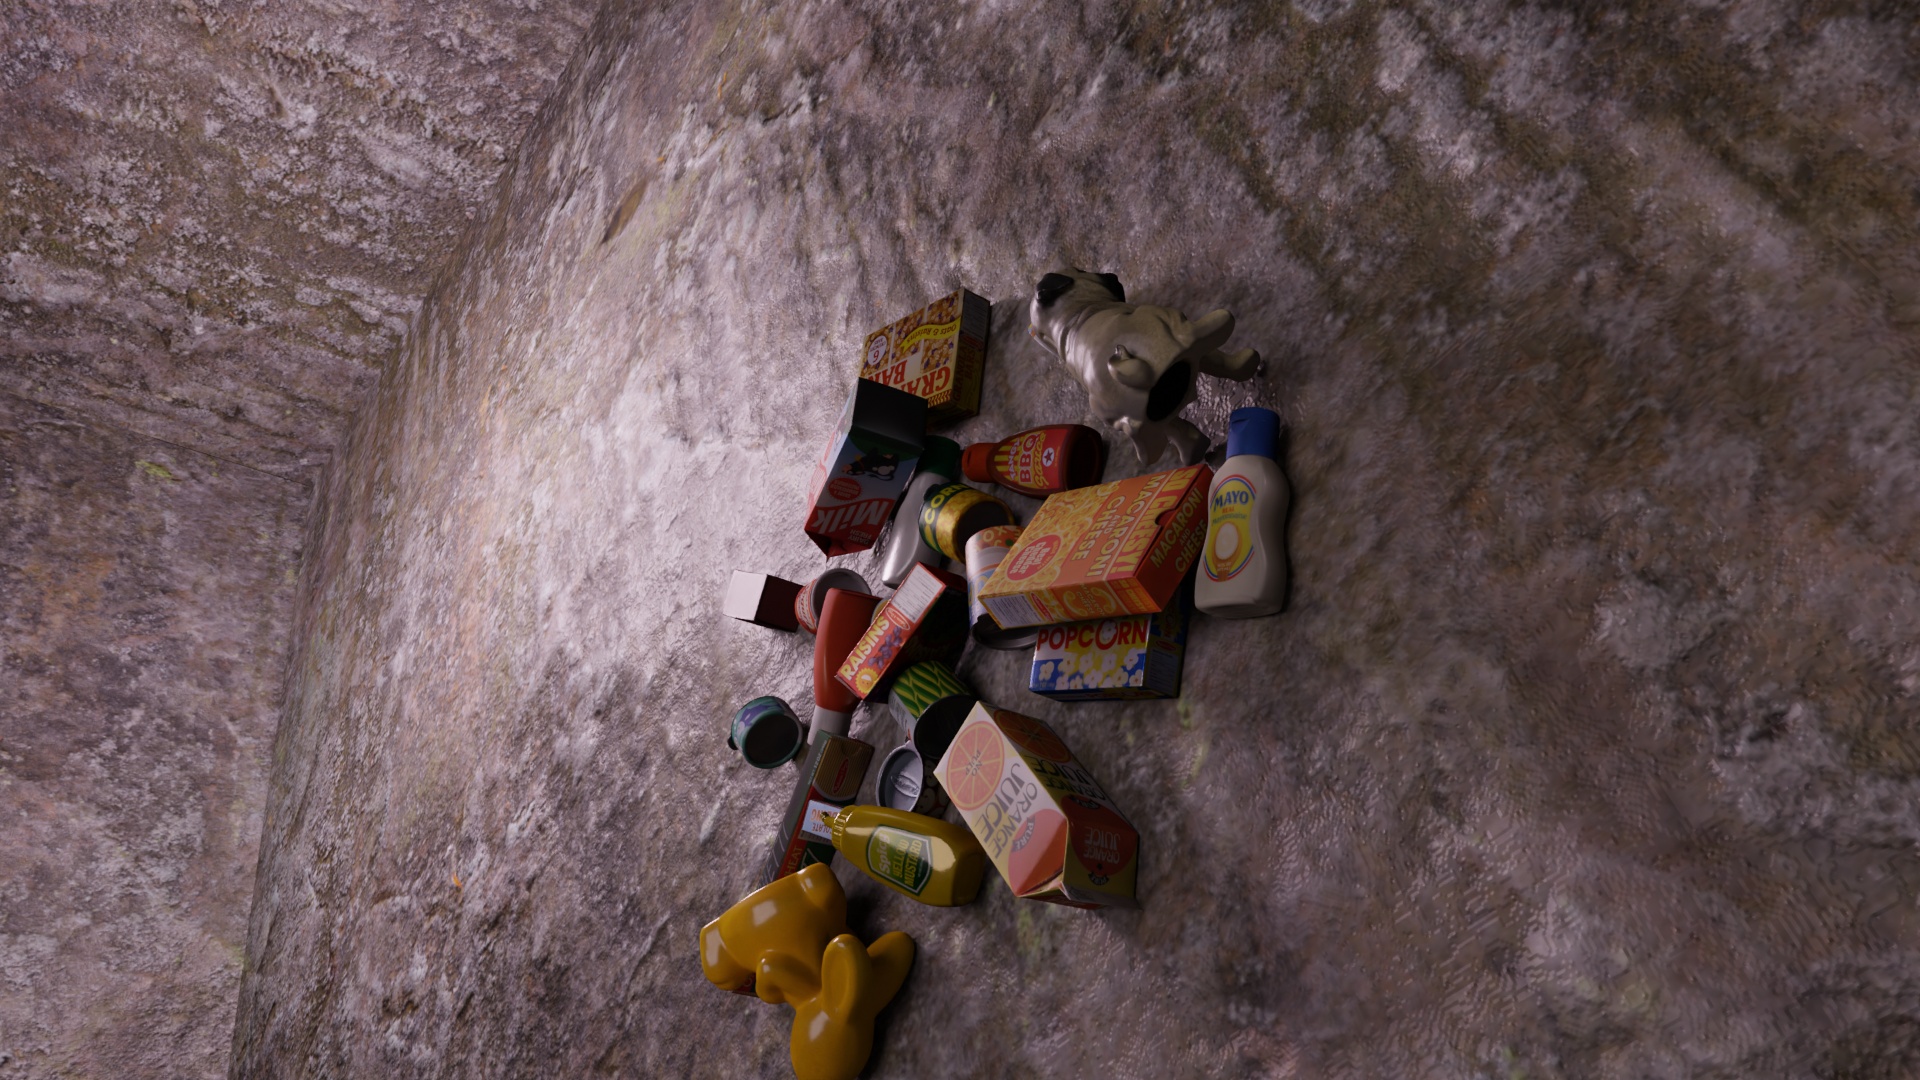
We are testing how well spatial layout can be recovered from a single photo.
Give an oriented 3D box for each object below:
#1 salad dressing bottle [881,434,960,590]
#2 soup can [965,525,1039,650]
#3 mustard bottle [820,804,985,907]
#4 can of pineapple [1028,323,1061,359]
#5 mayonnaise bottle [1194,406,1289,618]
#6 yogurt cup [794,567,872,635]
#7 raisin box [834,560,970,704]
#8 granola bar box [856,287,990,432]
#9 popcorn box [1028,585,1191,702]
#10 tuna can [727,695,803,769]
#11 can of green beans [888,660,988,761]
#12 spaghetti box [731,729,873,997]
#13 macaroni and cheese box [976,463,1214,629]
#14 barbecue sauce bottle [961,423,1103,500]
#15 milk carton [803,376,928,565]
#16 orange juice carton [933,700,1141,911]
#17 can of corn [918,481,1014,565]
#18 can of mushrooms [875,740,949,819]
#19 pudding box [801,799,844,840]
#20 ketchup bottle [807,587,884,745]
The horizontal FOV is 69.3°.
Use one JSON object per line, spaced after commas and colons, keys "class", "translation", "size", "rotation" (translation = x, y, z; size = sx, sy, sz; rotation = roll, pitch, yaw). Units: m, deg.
{"class": "salad dressing bottle", "translation": [-0.034, -0.025, 1.299], "size": [0.064, 0.044, 0.148], "rotation": [-8, 65, 58]}
{"class": "soup can", "translation": [0.037, 0.038, 1.146], "size": [0.071, 0.071, 0.084], "rotation": [-34, 47, 39]}
{"class": "mustard bottle", "translation": [-0.057, 0.250, 1.135], "size": [0.160, 0.049, 0.065], "rotation": [11, 90, 33]}
{"class": "can of pineapple", "translation": [0.100, -0.186, 1.188], "size": [0.057, 0.071, 0.071], "rotation": [-56, 37, 18]}
{"class": "mayonnaise bottle", "translation": [0.202, -0.021, 0.984], "size": [0.064, 0.041, 0.148], "rotation": [-12, 63, 49]}
{"class": "yogurt cup", "translation": [-0.126, 0.063, 1.356], "size": [0.054, 0.072, 0.072], "rotation": [-17, 59, 57]}
{"class": "raisin box", "translation": [-0.042, 0.082, 1.196], "size": [0.040, 0.086, 0.123], "rotation": [39, 98, 25]}
{"class": "granola bar box", "translation": [-0.042, -0.167, 1.387], "size": [0.165, 0.039, 0.124], "rotation": [-16, 60, 48]}
{"class": "popcorn box", "translation": [0.111, 0.077, 1.055], "size": [0.126, 0.038, 0.085], "rotation": [-10, 63, 50]}
{"class": "tuna can", "translation": [-0.192, 0.191, 1.369], "size": [0.033, 0.071, 0.071], "rotation": [37, 103, 53]}
{"class": "can of green beans", "translation": [-0.020, 0.143, 1.170], "size": [0.071, 0.071, 0.058], "rotation": [-60, 35, 12]}
{"class": "spaghetti box", "translation": [-0.149, 0.297, 1.273], "size": [0.029, 0.050, 0.250], "rotation": [20, 88, 57]}
{"class": "macaroni and cheese box", "translation": [0.106, 0.006, 1.048], "size": [0.166, 0.040, 0.124], "rotation": [-11, 34, 49]}
{"class": "barbecue sauce bottle", "translation": [0.059, -0.067, 1.197], "size": [0.148, 0.044, 0.065], "rotation": [4, 83, 54]}
{"class": "milk carton", "translation": [-0.099, -0.059, 1.343], "size": [0.189, 0.073, 0.073], "rotation": [121, 160, -43]}
{"class": "orange juice carton", "translation": [0.061, 0.206, 1.024], "size": [0.073, 0.072, 0.193], "rotation": [-60, 36, 13]}
{"class": "can of corn", "translation": [0.004, -0.015, 1.218], "size": [0.058, 0.071, 0.071], "rotation": [25, 92, 54]}
{"class": "can of mushrooms", "translation": [-0.039, 0.209, 1.188], "size": [0.070, 0.033, 0.071], "rotation": [-29, 50, 43]}
{"class": "pudding box", "translation": [-0.097, 0.254, 1.226], "size": [0.083, 0.049, 0.030], "rotation": [2, 73, 53]}
{"class": "ketchup bottle", "translation": [-0.110, 0.122, 1.306], "size": [0.043, 0.065, 0.148], "rotation": [12, 89, 63]}
